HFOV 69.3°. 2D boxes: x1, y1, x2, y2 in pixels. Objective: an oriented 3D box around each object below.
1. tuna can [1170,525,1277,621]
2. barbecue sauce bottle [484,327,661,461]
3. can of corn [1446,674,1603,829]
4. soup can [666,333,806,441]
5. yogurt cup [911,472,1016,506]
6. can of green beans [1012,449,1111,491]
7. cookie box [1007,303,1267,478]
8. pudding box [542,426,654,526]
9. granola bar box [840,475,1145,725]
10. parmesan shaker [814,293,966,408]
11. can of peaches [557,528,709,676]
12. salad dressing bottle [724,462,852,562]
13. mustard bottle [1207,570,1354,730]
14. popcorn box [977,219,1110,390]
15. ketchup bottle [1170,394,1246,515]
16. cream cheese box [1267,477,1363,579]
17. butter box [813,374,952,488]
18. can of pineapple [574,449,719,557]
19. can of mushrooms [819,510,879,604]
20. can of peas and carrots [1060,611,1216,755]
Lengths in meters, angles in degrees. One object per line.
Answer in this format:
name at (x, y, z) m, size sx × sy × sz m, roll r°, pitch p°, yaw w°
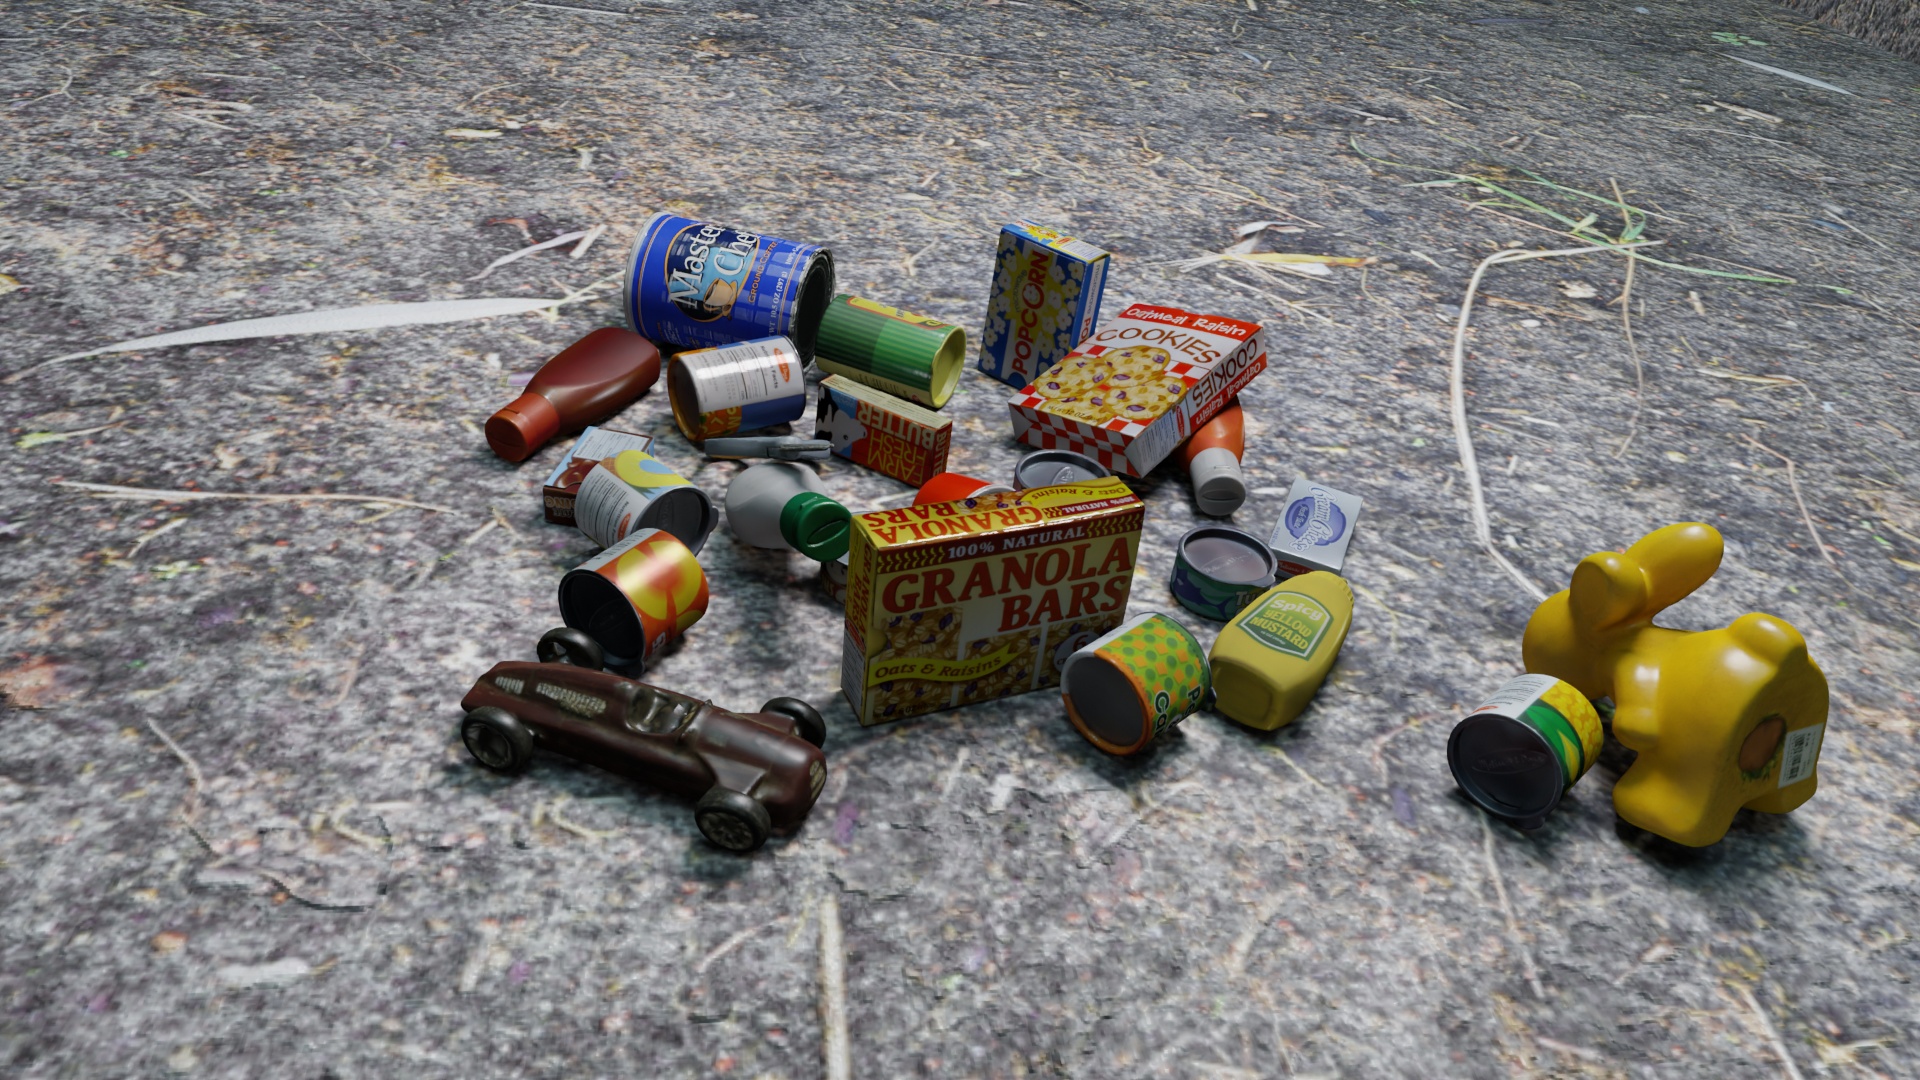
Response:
tuna can at (0.176, 0.023, 0.922) m, size 0.071 × 0.032 × 0.071 m, roll 5°, pitch 35°, yaw -3°
barbecue sauce bottle at (-0.284, -0.107, 1.011) m, size 0.065 × 0.043 × 0.149 m, roll 18°, pitch 37°, yaw 16°
can of corn at (0.321, 0.119, 0.787) m, size 0.071 × 0.070 × 0.058 m, roll 33°, pitch 42°, yaw 32°
soup can at (-0.166, -0.111, 1.024) m, size 0.084 × 0.071 × 0.071 m, roll -16°, pitch 41°, yaw -29°
yogurt cup at (0.003, -0.011, 0.910) m, size 0.072 × 0.072 × 0.054 m, roll -19°, pitch 30°, yaw -33°
can of green beans at (0.066, -0.020, 0.941) m, size 0.071 × 0.057 × 0.071 m, roll 5°, pitch 34°, yaw -3°
cookie box at (0.137, -0.121, 1.062) m, size 0.123 × 0.040 × 0.168 m, roll 20°, pitch 48°, yaw 40°
pudding box at (-0.243, -0.042, 0.937) m, size 0.050 × 0.030 × 0.084 m, roll 11°, pitch 35°, yaw 2°
granola bar box at (0.018, 0.034, 0.796) m, size 0.166 × 0.123 × 0.039 m, roll -9°, pitch 37°, yaw -23°
parmesan shaker at (-0.056, -0.151, 1.094) m, size 0.103 × 0.071 × 0.072 m, roll 19°, pitch 36°, yaw 16°
can of peaches at (-0.188, 0.035, 0.808) m, size 0.071 × 0.071 × 0.058 m, roll 24°, pitch 37°, yaw 22°
salad dressing bottle at (-0.105, -0.017, 0.865) m, size 0.064 × 0.044 × 0.148 m, roll -29°, pitch 20°, yaw -16°
mustard bottle at (0.208, 0.056, 0.866) m, size 0.065 × 0.048 × 0.161 m, roll 27°, pitch 39°, yaw 23°
popcorn box at (0.066, -0.184, 1.116) m, size 0.085 × 0.126 × 0.038 m, roll 28°, pitch 37°, yaw 27°
ketchup bottle at (0.187, -0.075, 1.055) m, size 0.065 × 0.043 × 0.149 m, roll 0°, pitch 35°, yaw 0°
cream cheese box at (0.250, -0.005, 0.983) m, size 0.053 × 0.024 × 0.104 m, roll 19°, pitch 36°, yaw 14°
butter box at (-0.057, -0.078, 1.005) m, size 0.103 × 0.052 × 0.024 m, roll 23°, pitch 35°, yaw 20°
can of pineapple at (-0.199, -0.017, 0.879) m, size 0.058 × 0.070 × 0.071 m, roll 31°, pitch 41°, yaw 31°
can of mushrooms at (-0.059, 0.012, 0.891) m, size 0.071 × 0.033 × 0.071 m, roll 5°, pitch 35°, yaw -4°
can of peas and carrots at (0.101, 0.083, 0.793) m, size 0.059 × 0.070 × 0.071 m, roll -25°, pitch 46°, yaw -38°
